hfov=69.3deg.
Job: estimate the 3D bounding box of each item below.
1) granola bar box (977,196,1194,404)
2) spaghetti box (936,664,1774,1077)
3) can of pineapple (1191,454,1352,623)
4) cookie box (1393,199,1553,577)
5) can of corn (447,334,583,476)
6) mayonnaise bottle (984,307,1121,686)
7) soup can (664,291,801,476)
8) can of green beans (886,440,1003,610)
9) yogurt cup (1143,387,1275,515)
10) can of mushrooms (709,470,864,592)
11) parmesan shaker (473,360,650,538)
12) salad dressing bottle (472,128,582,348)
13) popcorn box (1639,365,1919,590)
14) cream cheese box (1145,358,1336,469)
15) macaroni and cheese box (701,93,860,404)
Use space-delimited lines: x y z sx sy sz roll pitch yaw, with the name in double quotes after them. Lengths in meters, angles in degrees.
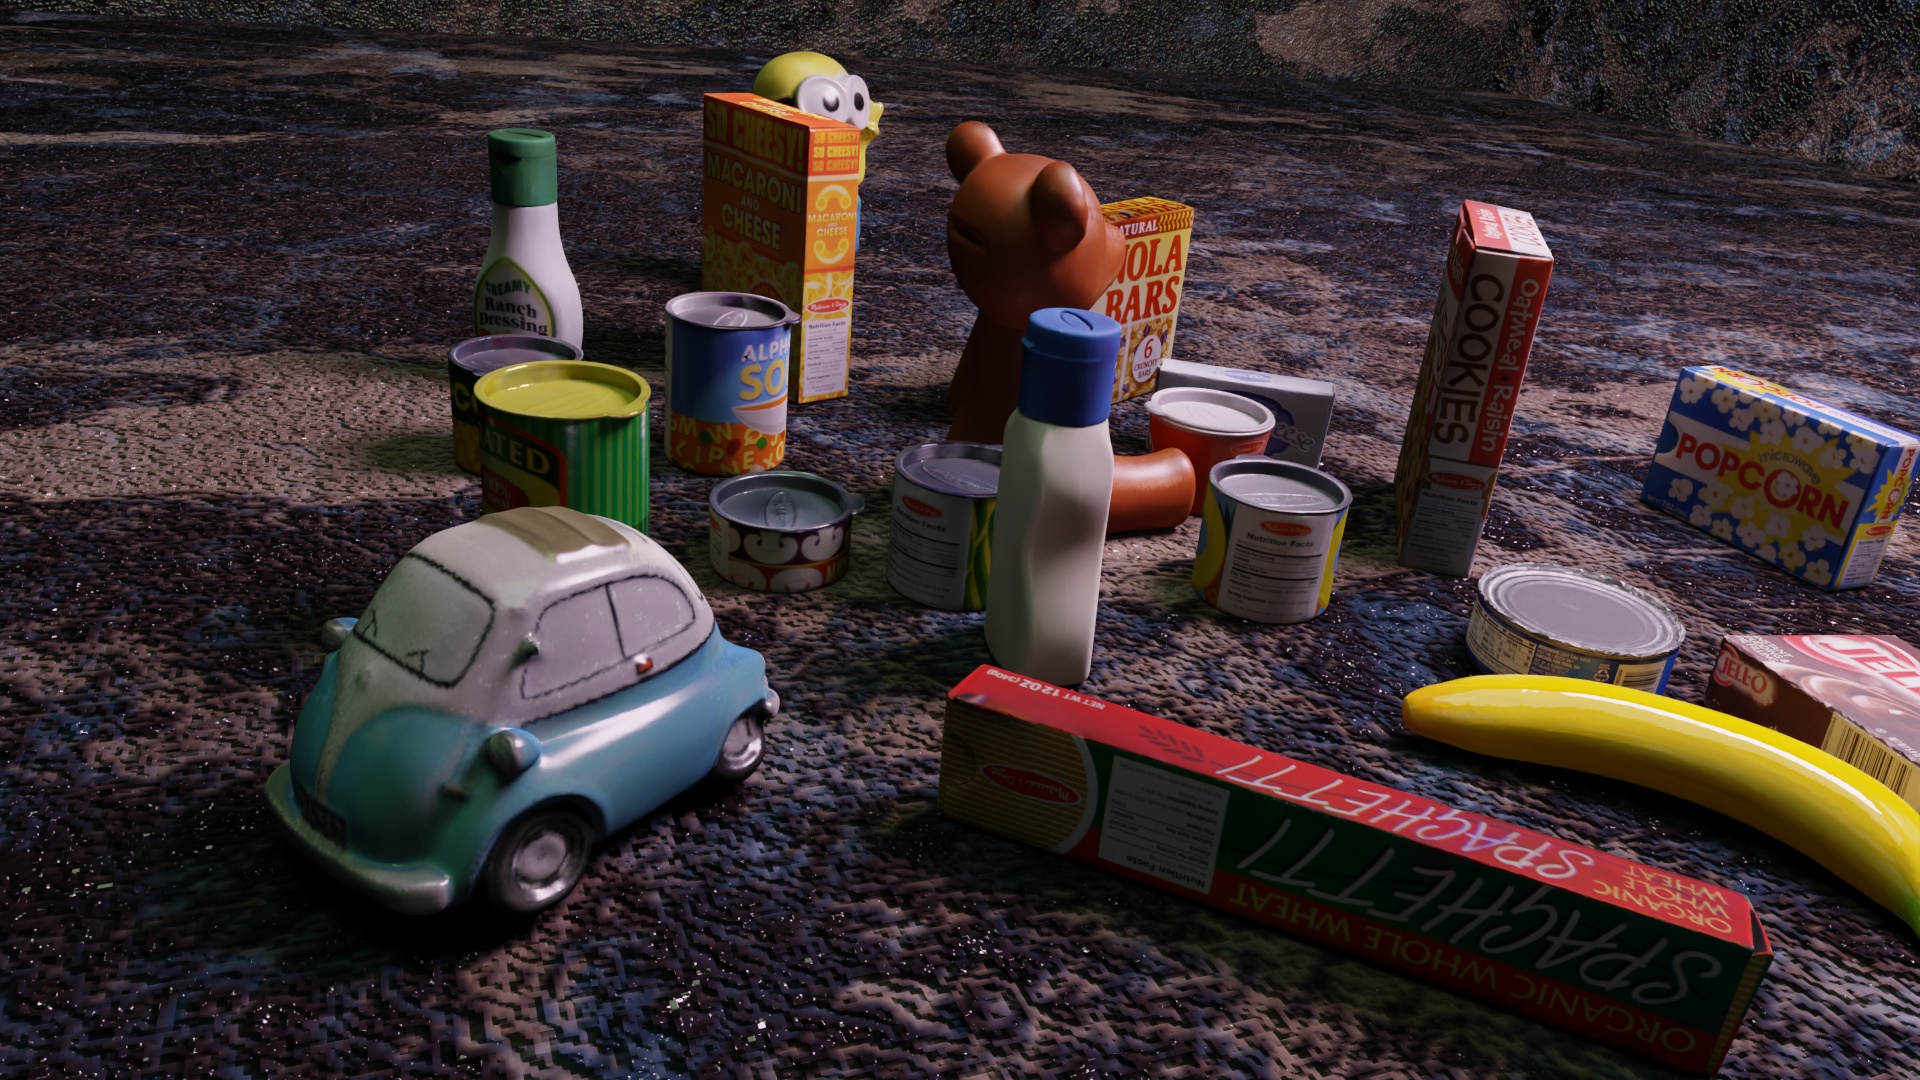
0.077 -0.144 0.871 0.039 0.123 0.166 24 30 35 "granola bar box"
0.112 0.099 0.441 0.250 0.050 0.029 15 26 19 "spaghetti box"
0.146 -0.001 0.657 0.071 0.057 0.071 5 25 -2 "can of pineapple"
0.264 -0.083 0.729 0.040 0.166 0.123 11 25 12 "cookie box"
-0.230 -0.069 0.719 0.071 0.058 0.071 5 25 -2 "can of corn"
0.038 -0.018 0.560 0.041 0.147 0.065 -2 25 -16 "mayonnaise bottle"
-0.123 -0.084 0.745 0.071 0.083 0.071 5 24 -2 "soup can"
0.001 -0.008 0.638 0.071 0.057 0.071 5 25 -2 "can of green beans"
0.133 -0.048 0.759 0.072 0.053 0.073 5 25 -2 "yogurt cup"
-0.081 -0.005 0.643 0.071 0.033 0.071 5 25 -2 "can of mushrooms"
-0.157 -0.013 0.561 0.071 0.102 0.071 5 24 -2 "parmesan shaker"
-0.254 -0.163 0.811 0.064 0.147 0.044 11 25 12 "salad dressing bottle"
0.451 -0.038 0.770 0.038 0.084 0.127 -6 27 -24 "popcorn box"
0.164 -0.073 0.821 0.104 0.053 0.024 10 25 9 "cream cheese box"
-0.115 -0.184 0.865 0.040 0.165 0.124 -14 31 -37 "macaroni and cheese box"
